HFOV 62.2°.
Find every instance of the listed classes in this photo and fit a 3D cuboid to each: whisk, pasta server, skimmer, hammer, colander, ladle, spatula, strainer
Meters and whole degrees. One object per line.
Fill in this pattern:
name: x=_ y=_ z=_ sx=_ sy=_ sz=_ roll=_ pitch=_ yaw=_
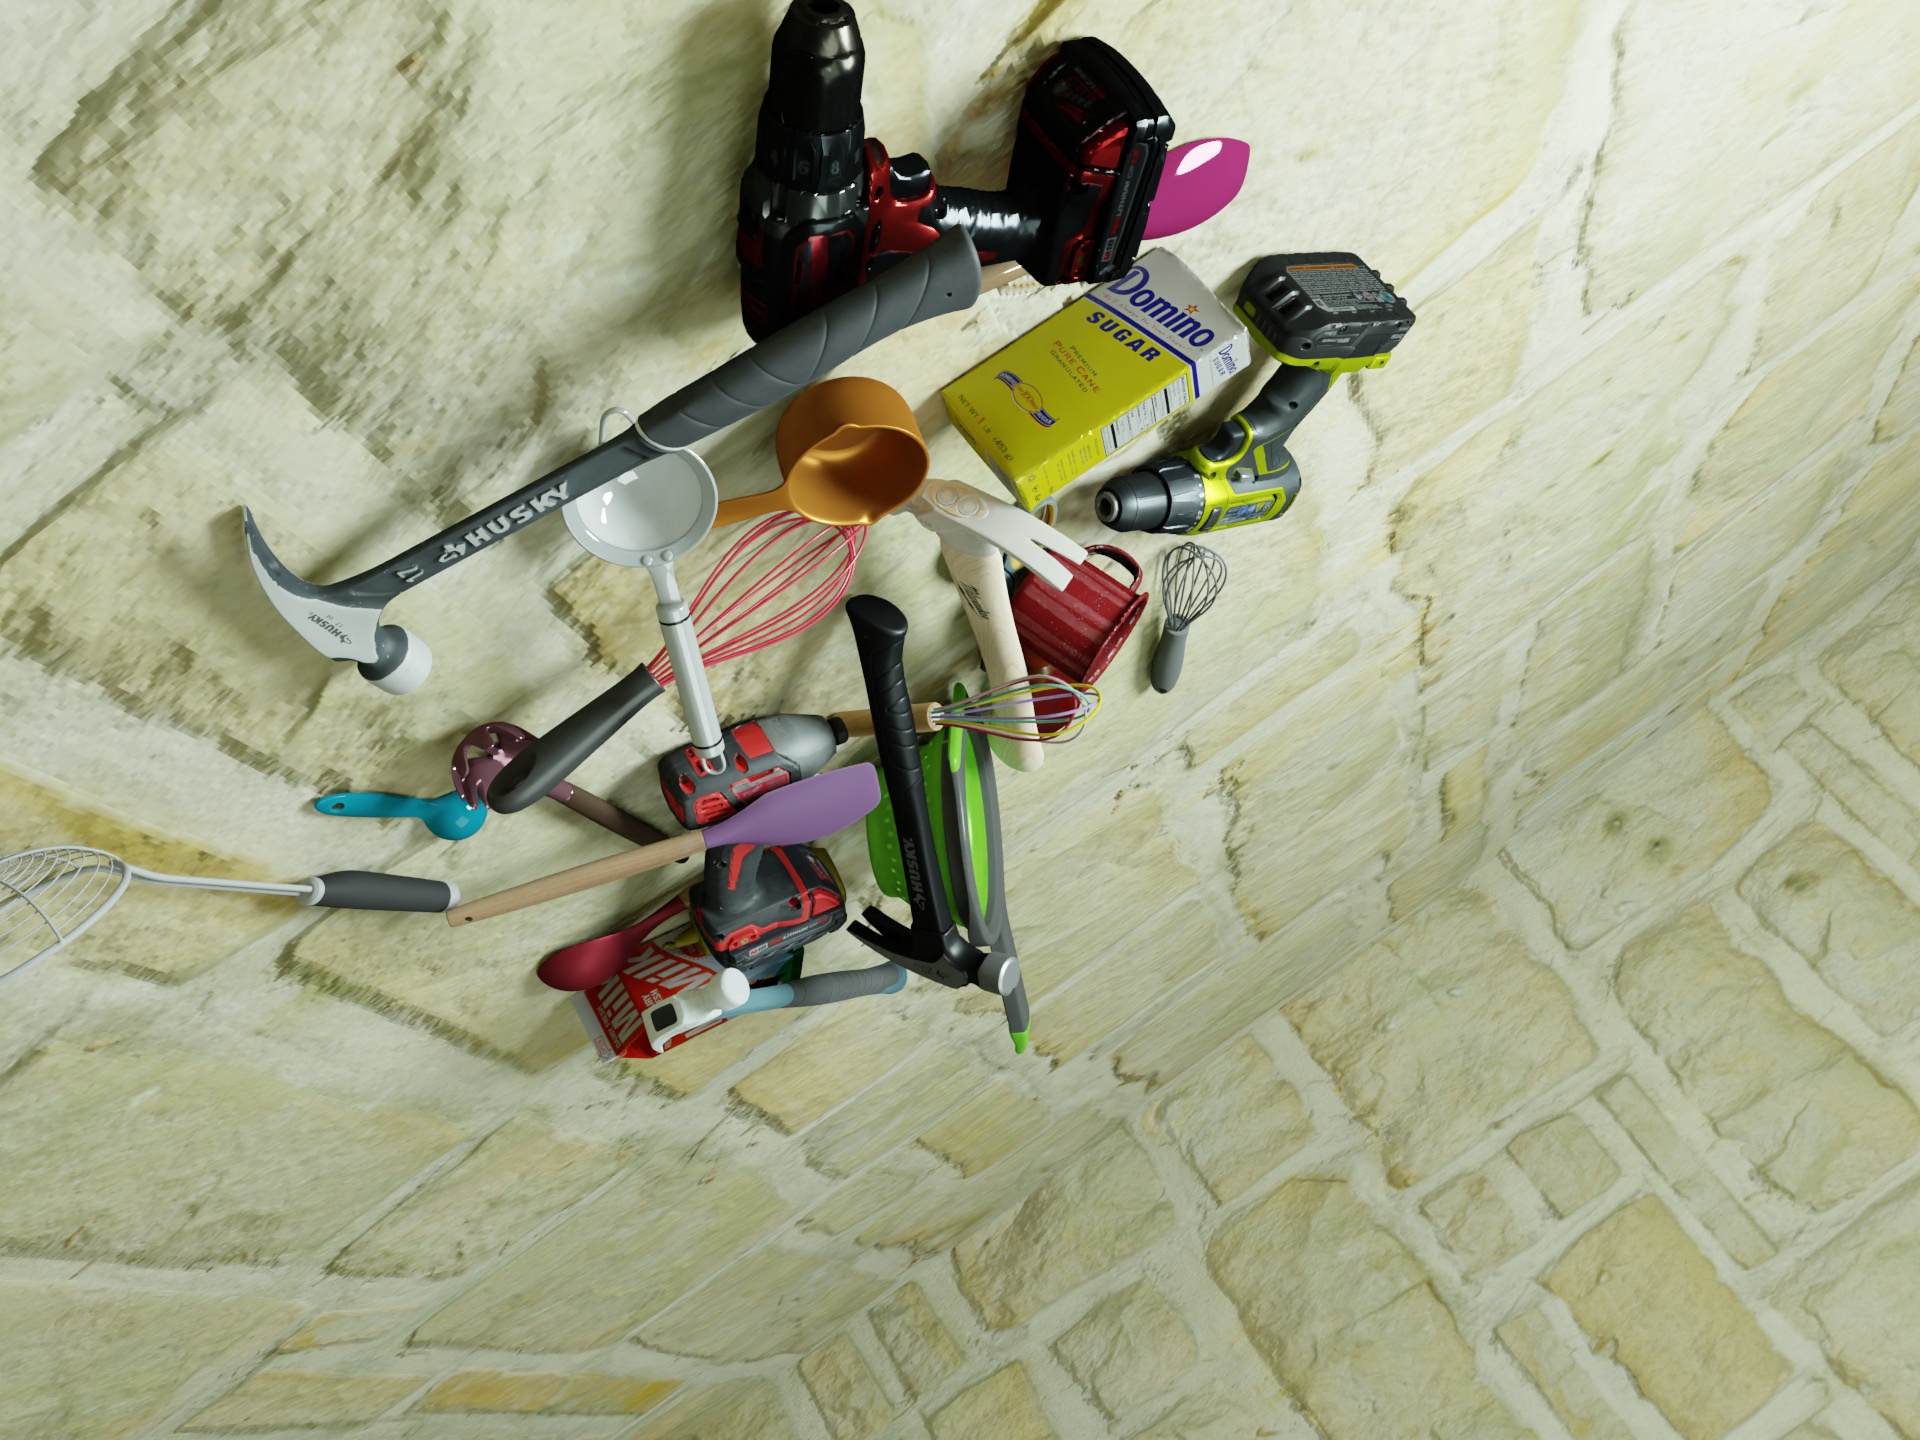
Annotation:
whisk: x=-0.177 y=-0.039 z=0.999 sx=0.296 sy=0.073 sz=0.073 roll=-39 pitch=154 yaw=-5
pasta server: x=-0.263 y=0.063 z=1.124 sx=0.060 sy=0.040 sz=0.316 roll=-47 pitch=155 yaw=-2
whisk: x=0.196 y=-0.085 z=1.413 sx=0.055 sy=0.055 sz=0.238 roll=-28 pitch=157 yaw=-15
skimmer: x=-0.444 y=0.130 z=0.961 sx=0.127 sy=0.090 sz=0.363 roll=-11 pitch=167 yaw=26
hammer: x=-0.173 y=-0.142 z=0.814 sx=0.409 sy=0.036 sz=0.149 roll=-27 pitch=150 yaw=8
colander: x=-0.010 y=0.154 z=1.384 sx=0.094 sy=0.205 sz=0.396 roll=-6 pitch=127 yaw=9
ladle: x=-0.209 y=0.135 z=1.320 sx=0.315 sy=0.031 sz=0.069 roll=-34 pitch=153 yaw=-7
hammer: x=-0.044 y=0.059 z=1.197 sx=0.035 sy=0.146 sz=0.334 roll=-42 pitch=133 yaw=-43
hammer: x=0.037 y=-0.048 z=1.184 sx=0.038 sy=0.146 sz=0.410 roll=-56 pitch=160 yaw=-16
spatula: x=-0.207 y=0.094 z=1.135 sx=0.316 sy=0.018 sz=0.059 roll=-17 pitch=130 yaw=-11
whisk: x=-0.003 y=-0.003 z=1.171 sx=0.245 sy=0.047 sz=0.051 roll=-5 pitch=160 yaw=37
strainer: x=-0.172 y=-0.072 z=0.931 sx=0.087 sy=0.050 sz=0.258 roll=-12 pitch=124 yaw=-5
hammer: x=-0.143 y=0.234 z=1.357 sx=0.128 sy=0.033 sz=0.330 roll=-27 pitch=164 yaw=26

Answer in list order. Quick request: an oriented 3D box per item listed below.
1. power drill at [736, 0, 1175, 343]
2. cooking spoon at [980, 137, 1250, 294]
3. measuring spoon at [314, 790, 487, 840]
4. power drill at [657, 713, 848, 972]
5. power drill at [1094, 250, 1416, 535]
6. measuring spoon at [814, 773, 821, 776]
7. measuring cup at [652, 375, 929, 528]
power drill: x=-0.007 y=-0.288 z=0.813 sx=0.226 sy=0.080 sz=0.187 roll=-19 pitch=150 yaw=-23
cooking spoon: x=0.047 y=-0.278 z=0.951 sx=0.319 sy=0.017 sz=0.068 roll=-27 pitch=151 yaw=-18
measuring spoon: x=-0.358 y=0.063 z=1.028 sx=0.042 sy=0.021 sz=0.128 roll=-46 pitch=153 yaw=20
power drill: x=-0.150 y=0.086 z=1.230 sx=0.143 sy=0.079 sz=0.219 roll=-23 pitch=140 yaw=-21
power drill: x=0.209 y=-0.225 z=1.166 sx=0.190 sy=0.080 sz=0.228 roll=-14 pitch=149 yaw=-37
measuring spoon: x=-0.150 y=0.057 z=1.267 sx=0.034 sy=0.018 sz=0.124 roll=-48 pitch=150 yaw=24
measuring cup: x=-0.107 y=-0.152 z=0.950 sx=0.173 sy=0.052 sz=0.095 roll=-15 pitch=150 yaw=-1
